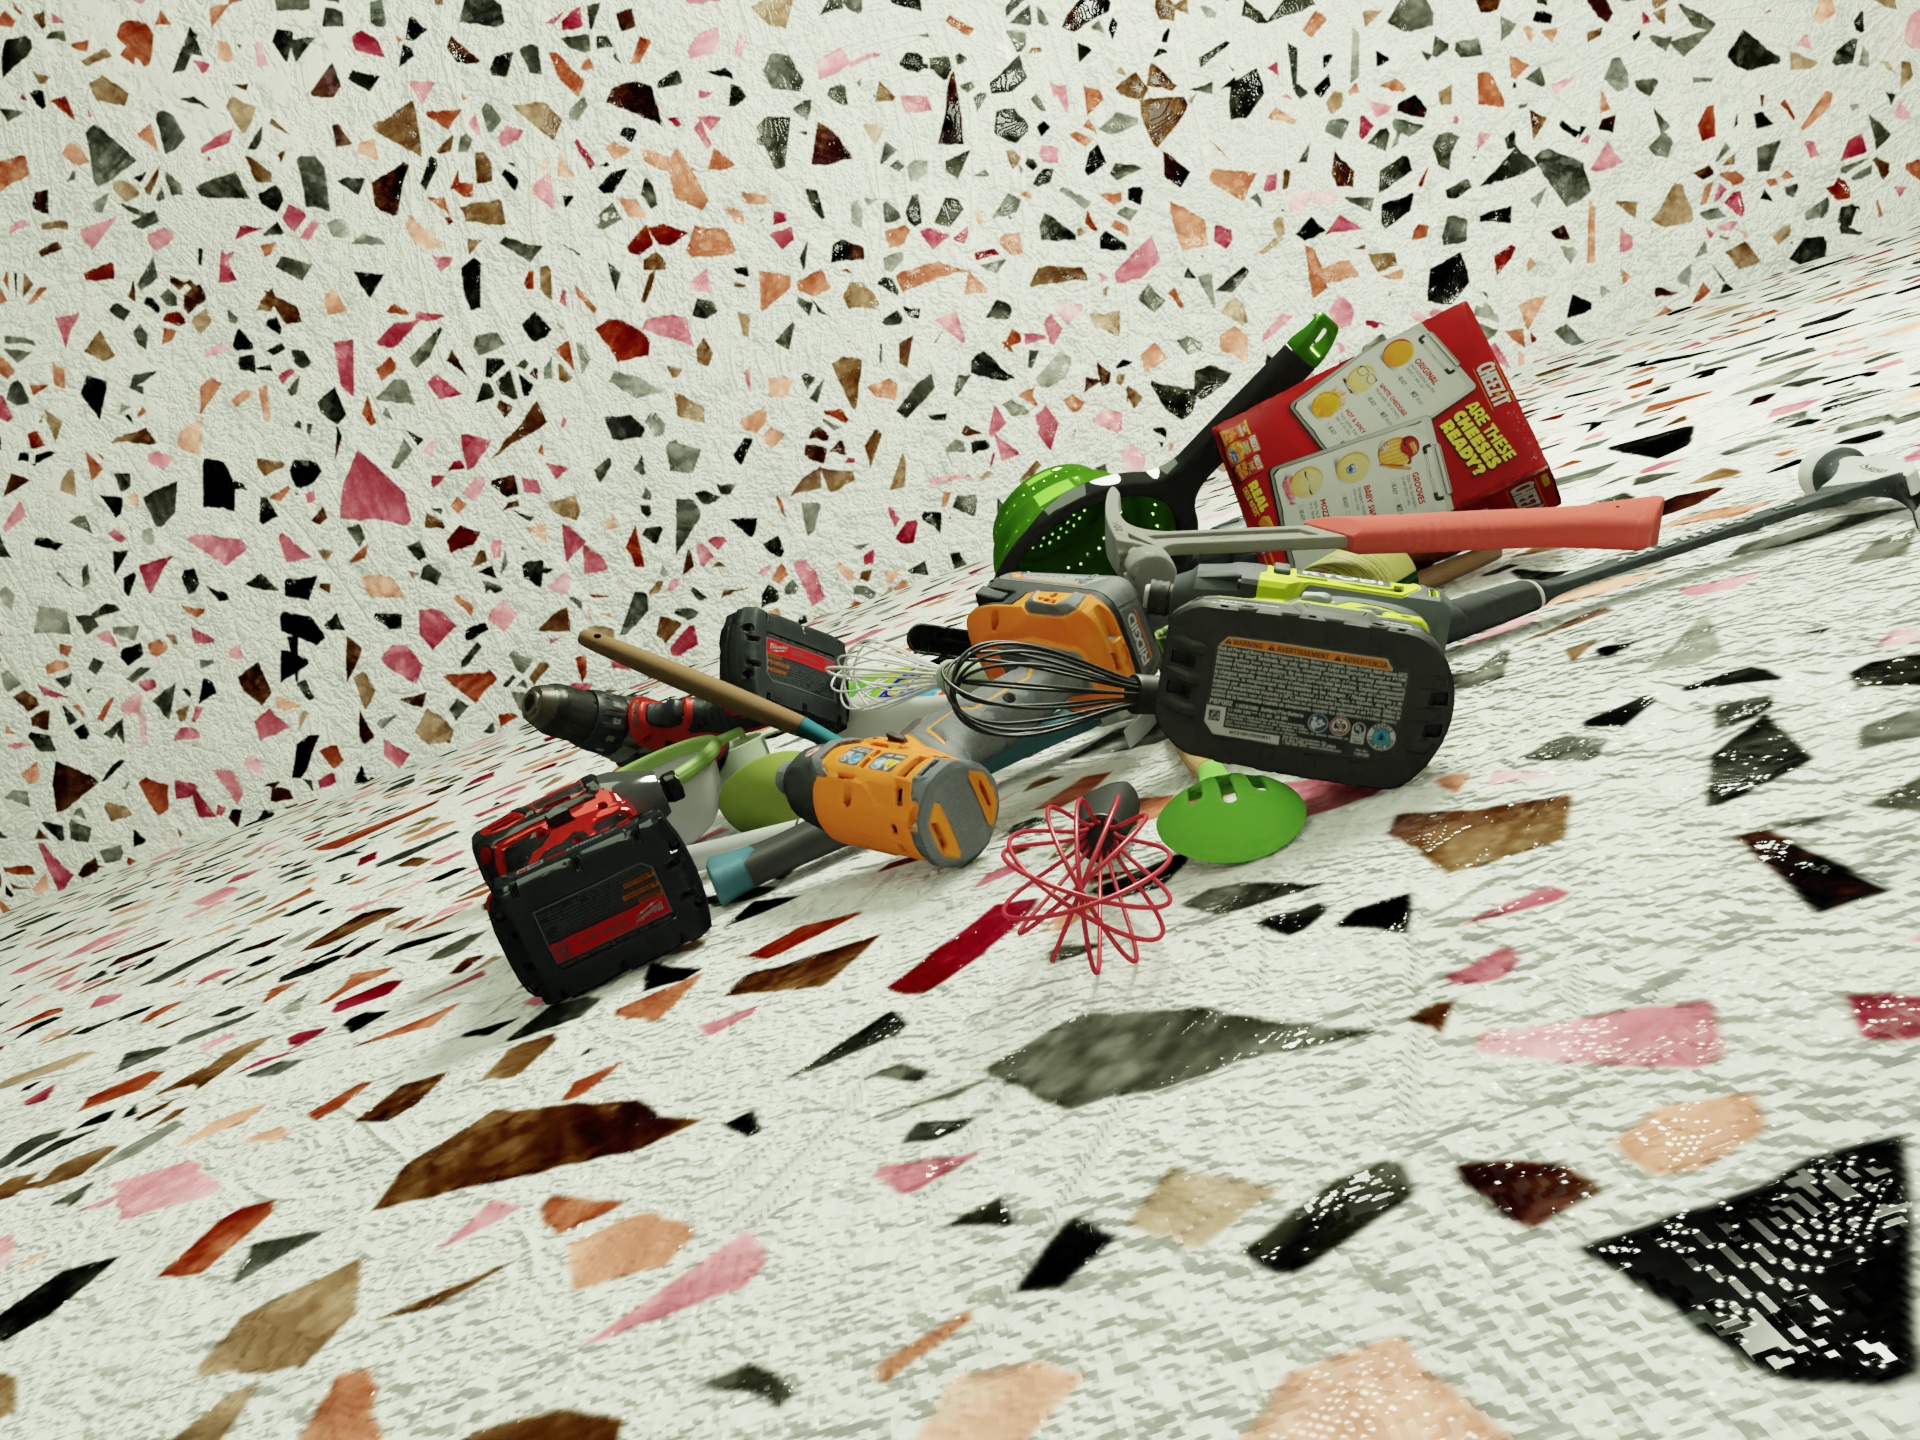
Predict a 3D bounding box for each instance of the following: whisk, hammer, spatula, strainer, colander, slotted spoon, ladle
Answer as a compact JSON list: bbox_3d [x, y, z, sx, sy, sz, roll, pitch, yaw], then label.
[{"bbox_3d":[0.100,-0.014,0.889,0.239,0.055,0.055,2,0,-23],"label":"whisk"},{"bbox_3d":[0.360,-0.079,0.954,0.409,0.036,0.149,-19,10,9],"label":"hammer"},{"bbox_3d":[0.256,-0.068,1.158,0.316,0.018,0.060,-22,14,-9],"label":"spatula"},{"bbox_3d":[-0.202,0.098,1.102,0.258,0.050,0.087,-14,-4,14],"label":"strainer"},{"bbox_3d":[0.148,-0.206,1.338,0.397,0.095,0.204,-46,-36,21],"label":"colander"},{"bbox_3d":[-0.013,0.039,1.040,0.331,0.033,0.128,-24,13,-18],"label":"hammer"},{"bbox_3d":[0.276,-0.125,1.043,0.359,0.036,0.149,-3,25,-1],"label":"hammer"},{"bbox_3d":[-0.136,-0.014,1.153,0.317,0.044,0.082,21,40,10],"label":"spatula"},{"bbox_3d":[-0.014,-0.031,1.158,0.059,0.058,0.246,17,-10,-41],"label":"whisk"},{"bbox_3d":[0.131,0.024,0.861,0.070,0.031,0.314,-11,8,4],"label":"slotted spoon"},{"bbox_3d":[-0.278,0.088,1.232,0.256,0.069,0.151,-19,14,34],"label":"strainer"},{"bbox_3d":[-0.154,0.046,1.246,0.078,0.062,0.320,-24,7,-8],"label":"ladle"},{"bbox_3d":[0.064,0.057,0.728,0.073,0.073,0.296,-18,3,9],"label":"whisk"}]

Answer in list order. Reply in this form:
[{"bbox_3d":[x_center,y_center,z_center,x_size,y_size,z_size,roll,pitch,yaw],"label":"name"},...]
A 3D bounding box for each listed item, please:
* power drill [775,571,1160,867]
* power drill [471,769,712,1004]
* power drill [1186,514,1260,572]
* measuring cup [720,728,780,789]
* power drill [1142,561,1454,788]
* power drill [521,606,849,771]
[{"bbox_3d":[-0.002,-0.003,0.969,0.164,0.084,0.226,8,40,45],"label":"power drill"},{"bbox_3d":[-0.228,0.087,0.994,0.143,0.078,0.220,-25,17,-13],"label":"power drill"},{"bbox_3d":[0.308,-0.162,1.377,0.190,0.080,0.228,-15,5,-21],"label":"power drill"},{"bbox_3d":[-0.165,0.027,1.439,0.167,0.038,0.083,-18,9,2],"label":"measuring cup"},{"bbox_3d":[0.174,-0.039,0.840,0.171,0.080,0.223,9,16,10],"label":"power drill"},{"bbox_3d":[-0.220,-0.015,1.278,0.227,0.080,0.187,-21,-27,38],"label":"power drill"}]
